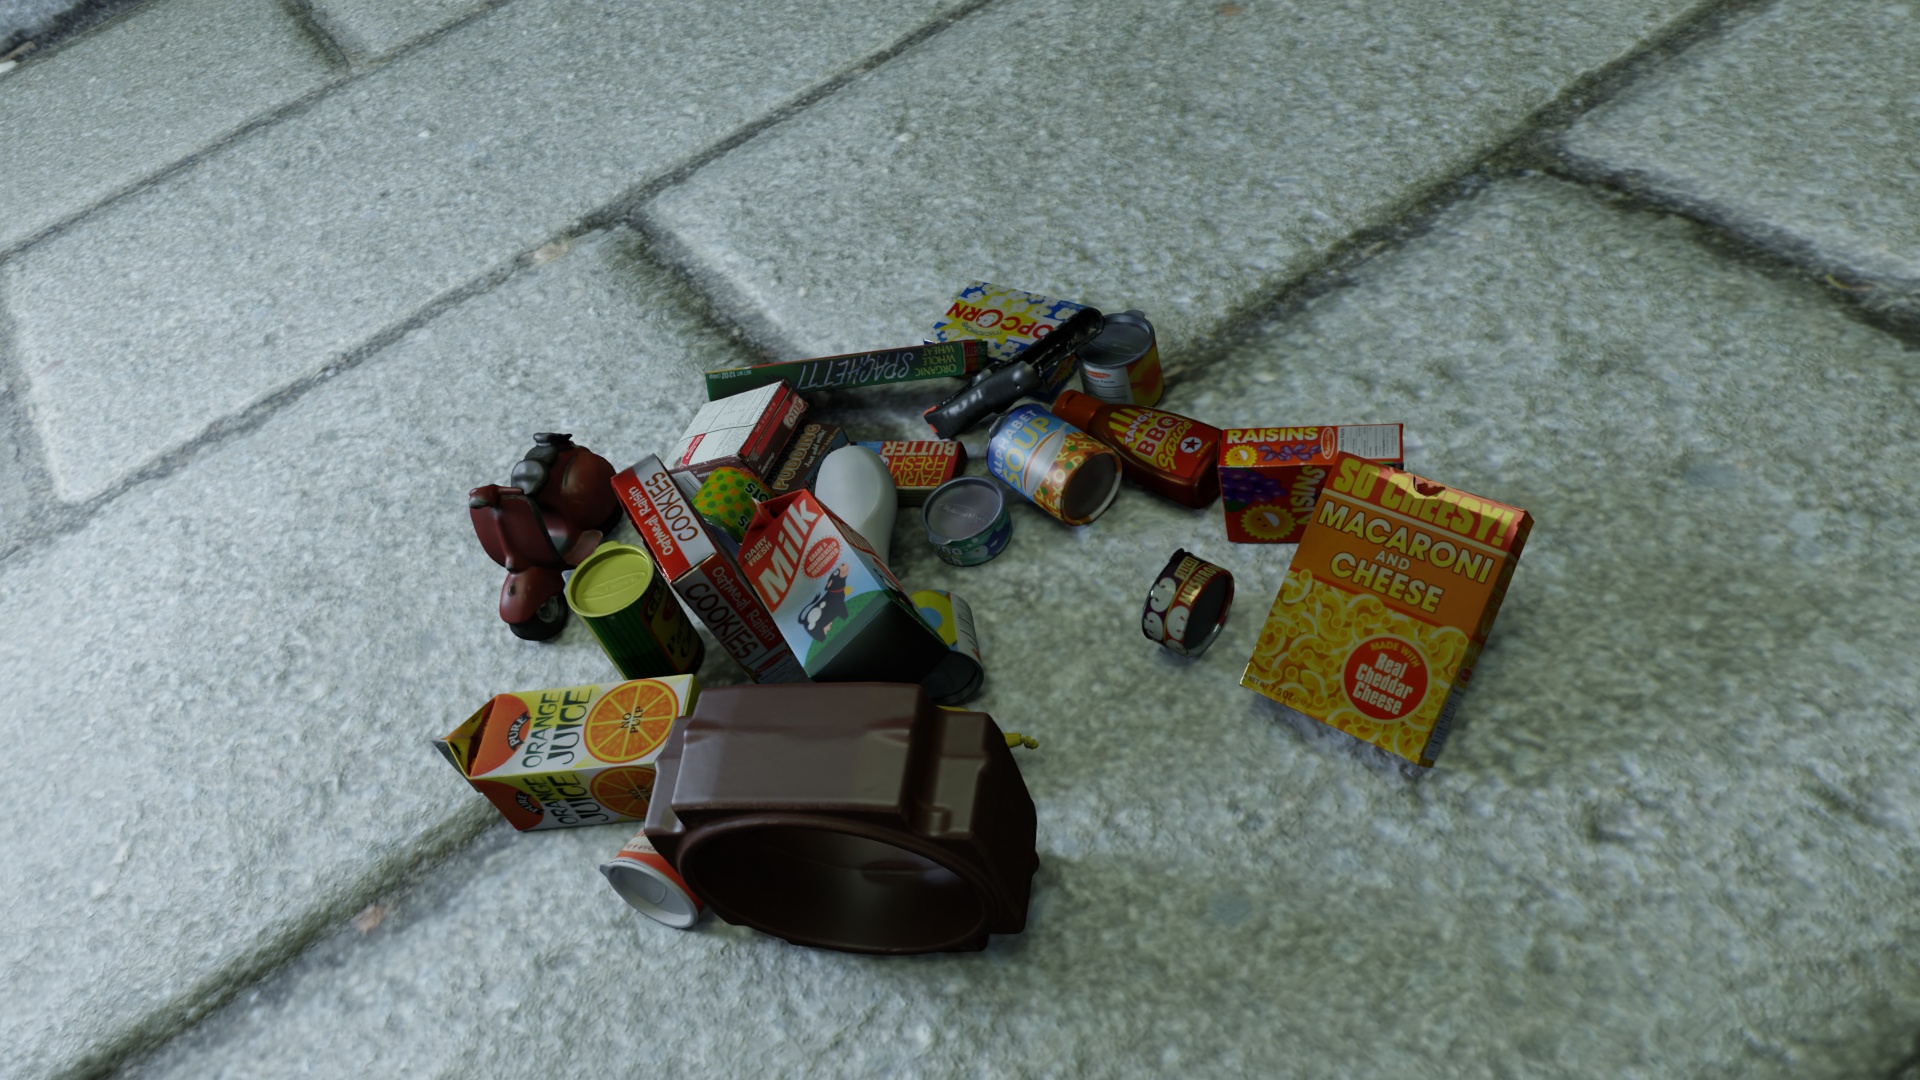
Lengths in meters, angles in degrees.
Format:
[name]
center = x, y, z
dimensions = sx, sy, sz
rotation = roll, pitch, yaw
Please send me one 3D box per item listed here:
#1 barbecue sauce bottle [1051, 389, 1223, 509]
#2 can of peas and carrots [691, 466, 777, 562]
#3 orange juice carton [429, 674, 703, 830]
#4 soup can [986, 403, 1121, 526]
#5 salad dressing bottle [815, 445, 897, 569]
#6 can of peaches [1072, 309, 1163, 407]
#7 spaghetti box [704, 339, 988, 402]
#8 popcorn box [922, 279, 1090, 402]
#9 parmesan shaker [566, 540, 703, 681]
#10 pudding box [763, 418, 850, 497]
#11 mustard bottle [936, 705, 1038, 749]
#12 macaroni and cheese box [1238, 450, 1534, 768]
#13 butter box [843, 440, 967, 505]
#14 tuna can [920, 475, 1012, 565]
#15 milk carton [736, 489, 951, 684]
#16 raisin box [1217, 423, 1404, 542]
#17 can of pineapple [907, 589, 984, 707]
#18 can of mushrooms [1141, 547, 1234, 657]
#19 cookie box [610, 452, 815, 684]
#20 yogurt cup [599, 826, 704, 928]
[barbecue sauce bottle]
center = 0.137, -0.076, 1.067
dimensions = 0.149, 0.043, 0.065
rotation = 27, 64, 35
[can of peas and carrots]
center = -0.182, -0.016, 1.100
dimensions = 0.071, 0.070, 0.059
rotation = 10, 53, 26
[orange juice carton]
center = -0.270, 0.152, 0.977
dimensions = 0.193, 0.071, 0.073
rotation = -7, 47, 12
[soup can]
center = 0.069, -0.058, 1.054
dimensions = 0.071, 0.071, 0.084
rotation = -40, 50, -18
[salad dressing bottle]
center = -0.075, 0.000, 1.052
dimensions = 0.064, 0.044, 0.148
rotation = -20, 58, 17
[can of peaches]
center = 0.129, -0.142, 1.118
dimensions = 0.071, 0.057, 0.071
rotation = -9, 47, 10
[spaghetti box]
center = -0.099, -0.143, 1.176
dimensions = 0.250, 0.028, 0.050
rotation = -3, 7, 24
[popcorn box]
center = 0.043, -0.172, 1.185
dimensions = 0.127, 0.038, 0.085
rotation = 19, 58, 31
[parmesan shaker]
center = -0.238, 0.058, 1.028
dimensions = 0.071, 0.102, 0.072
rotation = -9, 48, 10
[pudding box]
center = -0.133, -0.060, 1.149
dimensions = 0.050, 0.030, 0.084
rotation = 15, 56, 30
[mustard bottle]
center = -0.028, 0.139, 0.925
dimensions = 0.160, 0.048, 0.065
rotation = -8, 49, 11
[macaroni and cheese box]
center = 0.266, 0.041, 0.871
dimensions = 0.124, 0.040, 0.166
rotation = 23, 91, 32
[butter box]
center = -0.050, -0.054, 1.121
dimensions = 0.103, 0.024, 0.053
rotation = 1, 51, 19
[tuna can]
center = 0.004, -0.013, 1.061
dimensions = 0.071, 0.032, 0.071
rotation = -9, 47, 10
[milk carton]
center = -0.090, 0.032, 0.954
dimensions = 0.073, 0.072, 0.191
rotation = -44, 40, 3
[raisin box]
center = 0.246, -0.039, 0.970
dimensions = 0.123, 0.085, 0.040
rotation = -1, 51, 17
[can of pineapple]
center = -0.022, 0.077, 0.967
dimensions = 0.071, 0.070, 0.058
rotation = -15, 46, 5
[can of mushrooms]
center = 0.154, 0.042, 0.938
dimensions = 0.033, 0.070, 0.071
rotation = 27, 62, 33
[cookie box]
center = -0.174, 0.031, 0.985
dimensions = 0.040, 0.166, 0.123
rotation = -36, 48, -6
[yogurt cup]
center = -0.188, 0.210, 0.905
dimensions = 0.072, 0.072, 0.054
rotation = 10, 46, 25
